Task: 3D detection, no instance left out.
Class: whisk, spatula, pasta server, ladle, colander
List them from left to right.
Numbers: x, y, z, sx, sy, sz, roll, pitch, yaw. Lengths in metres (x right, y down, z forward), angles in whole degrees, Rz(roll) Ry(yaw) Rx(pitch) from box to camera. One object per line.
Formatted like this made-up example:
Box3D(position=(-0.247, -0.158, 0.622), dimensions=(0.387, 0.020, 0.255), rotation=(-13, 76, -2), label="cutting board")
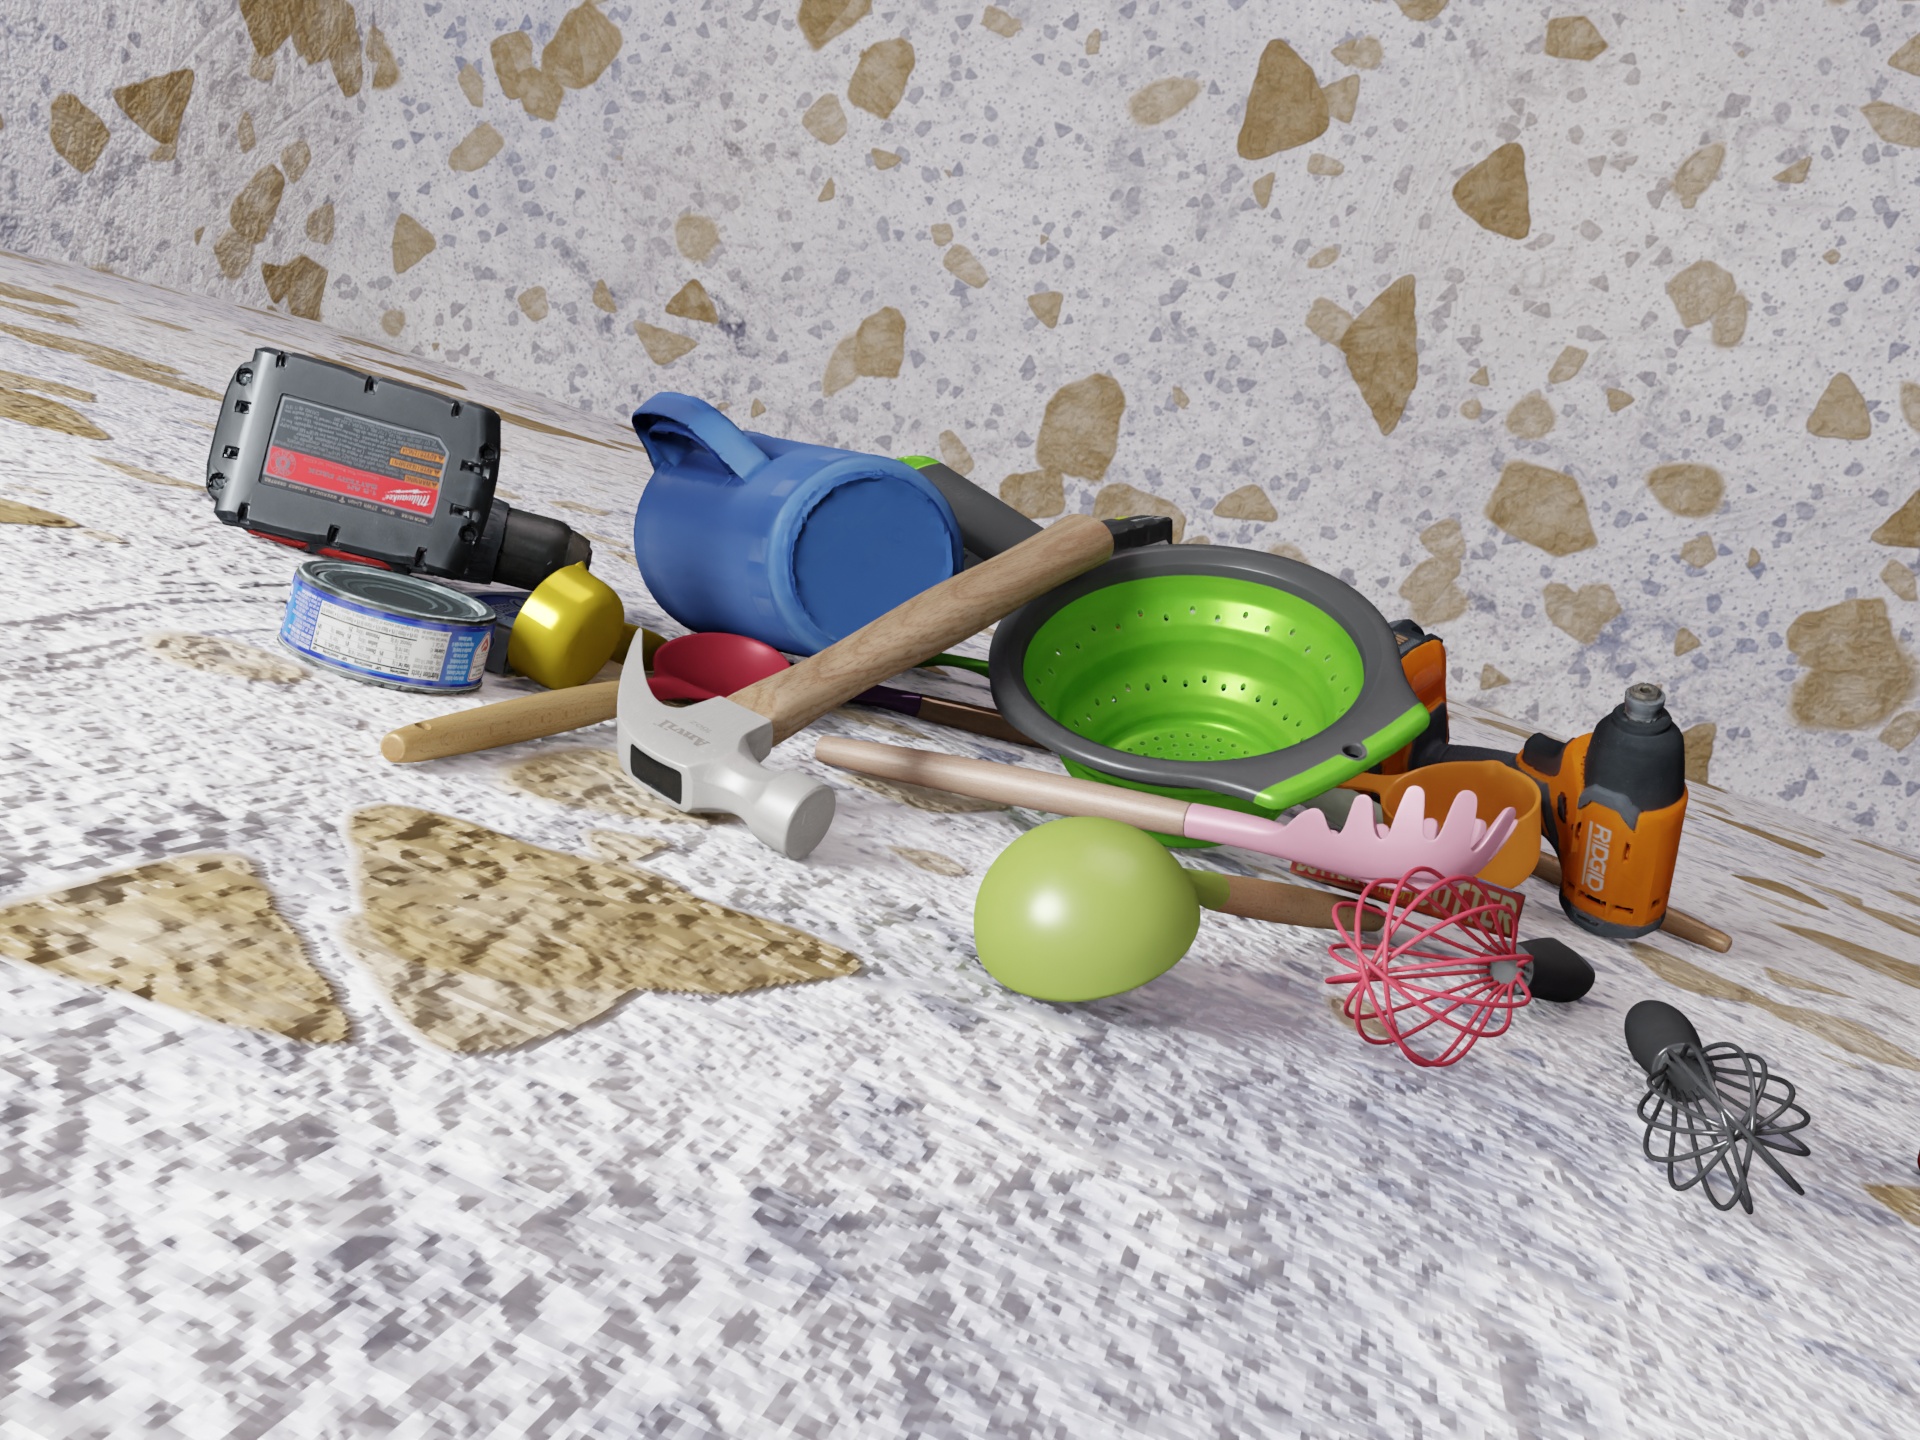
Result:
Box3D(position=(-0.153, -0.009, 0.699), dimensions=(0.069, 0.031, 0.315), rotation=(21, 12, 12), label="ladle")
Box3D(position=(-0.002, -0.003, 0.958), dimensions=(0.315, 0.018, 0.060), rotation=(13, 11, -19), label="spatula")
Box3D(position=(0.072, -0.039, 0.876), dimensions=(0.204, 0.094, 0.397), rotation=(-25, 42, -25), label="colander")
Box3D(position=(0.076, 0.031, 0.698), dimensions=(0.316, 0.040, 0.060), rotation=(10, -11, 25), label="pasta server")
Box3D(position=(0.111, 0.083, 0.643), dimensions=(0.078, 0.062, 0.320), rotation=(9, -4, 35), label="ladle")
Box3D(position=(0.222, 0.042, 1.045), dimensions=(0.058, 0.059, 0.247), rotation=(-33, 41, -23), label="whisk")
Box3D(position=(0.221, 0.102, 0.660), dimensions=(0.073, 0.073, 0.295), rotation=(24, 6, 34), label="whisk")
Box3D(position=(0.382, 0.079, 1.109), dimensions=(0.318, 0.044, 0.082), rotation=(27, 10, 39), label="spatula")
Box3D(position=(0.280, 0.136, 0.608), dimensions=(0.055, 0.055, 0.239), rotation=(20, 6, 16), label="whisk")

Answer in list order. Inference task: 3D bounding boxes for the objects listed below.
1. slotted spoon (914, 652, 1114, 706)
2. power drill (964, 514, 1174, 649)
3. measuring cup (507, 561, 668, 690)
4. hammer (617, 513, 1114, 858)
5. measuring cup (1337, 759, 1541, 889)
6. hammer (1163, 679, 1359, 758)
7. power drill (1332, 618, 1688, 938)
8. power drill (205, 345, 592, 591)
Box3D(position=(0.053, -0.026, 1.167), dimensions=(0.313, 0.031, 0.070), rotation=(16, 10, -23), label="slotted spoon")
Box3D(position=(0.027, -0.105, 1.076), dimensions=(0.229, 0.080, 0.190), rotation=(11, 20, 35), label="power drill")
Box3D(position=(-0.167, -0.036, 0.781), dimensions=(0.029, 0.062, 0.156), rotation=(31, 3, 16), label="measuring cup")
Box3D(position=(-0.026, -0.040, 0.729), dimensions=(0.130, 0.031, 0.331), rotation=(24, 34, 25), label="hammer")
Box3D(position=(0.259, 0.061, 0.945), dimensions=(0.174, 0.052, 0.095), rotation=(9, 31, 43), label="measuring cup")
Box3D(position=(0.118, -0.040, 1.071), dimensions=(0.144, 0.035, 0.406), rotation=(1, 15, -29), label="hammer")
Box3D(position=(0.335, 0.019, 0.979), dimensions=(0.084, 0.164, 0.227), rotation=(-30, 41, -30), label="power drill")
Box3D(position=(-0.275, -0.108, 0.806), dimensions=(0.187, 0.080, 0.227), rotation=(14, -4, -17), label="power drill")
